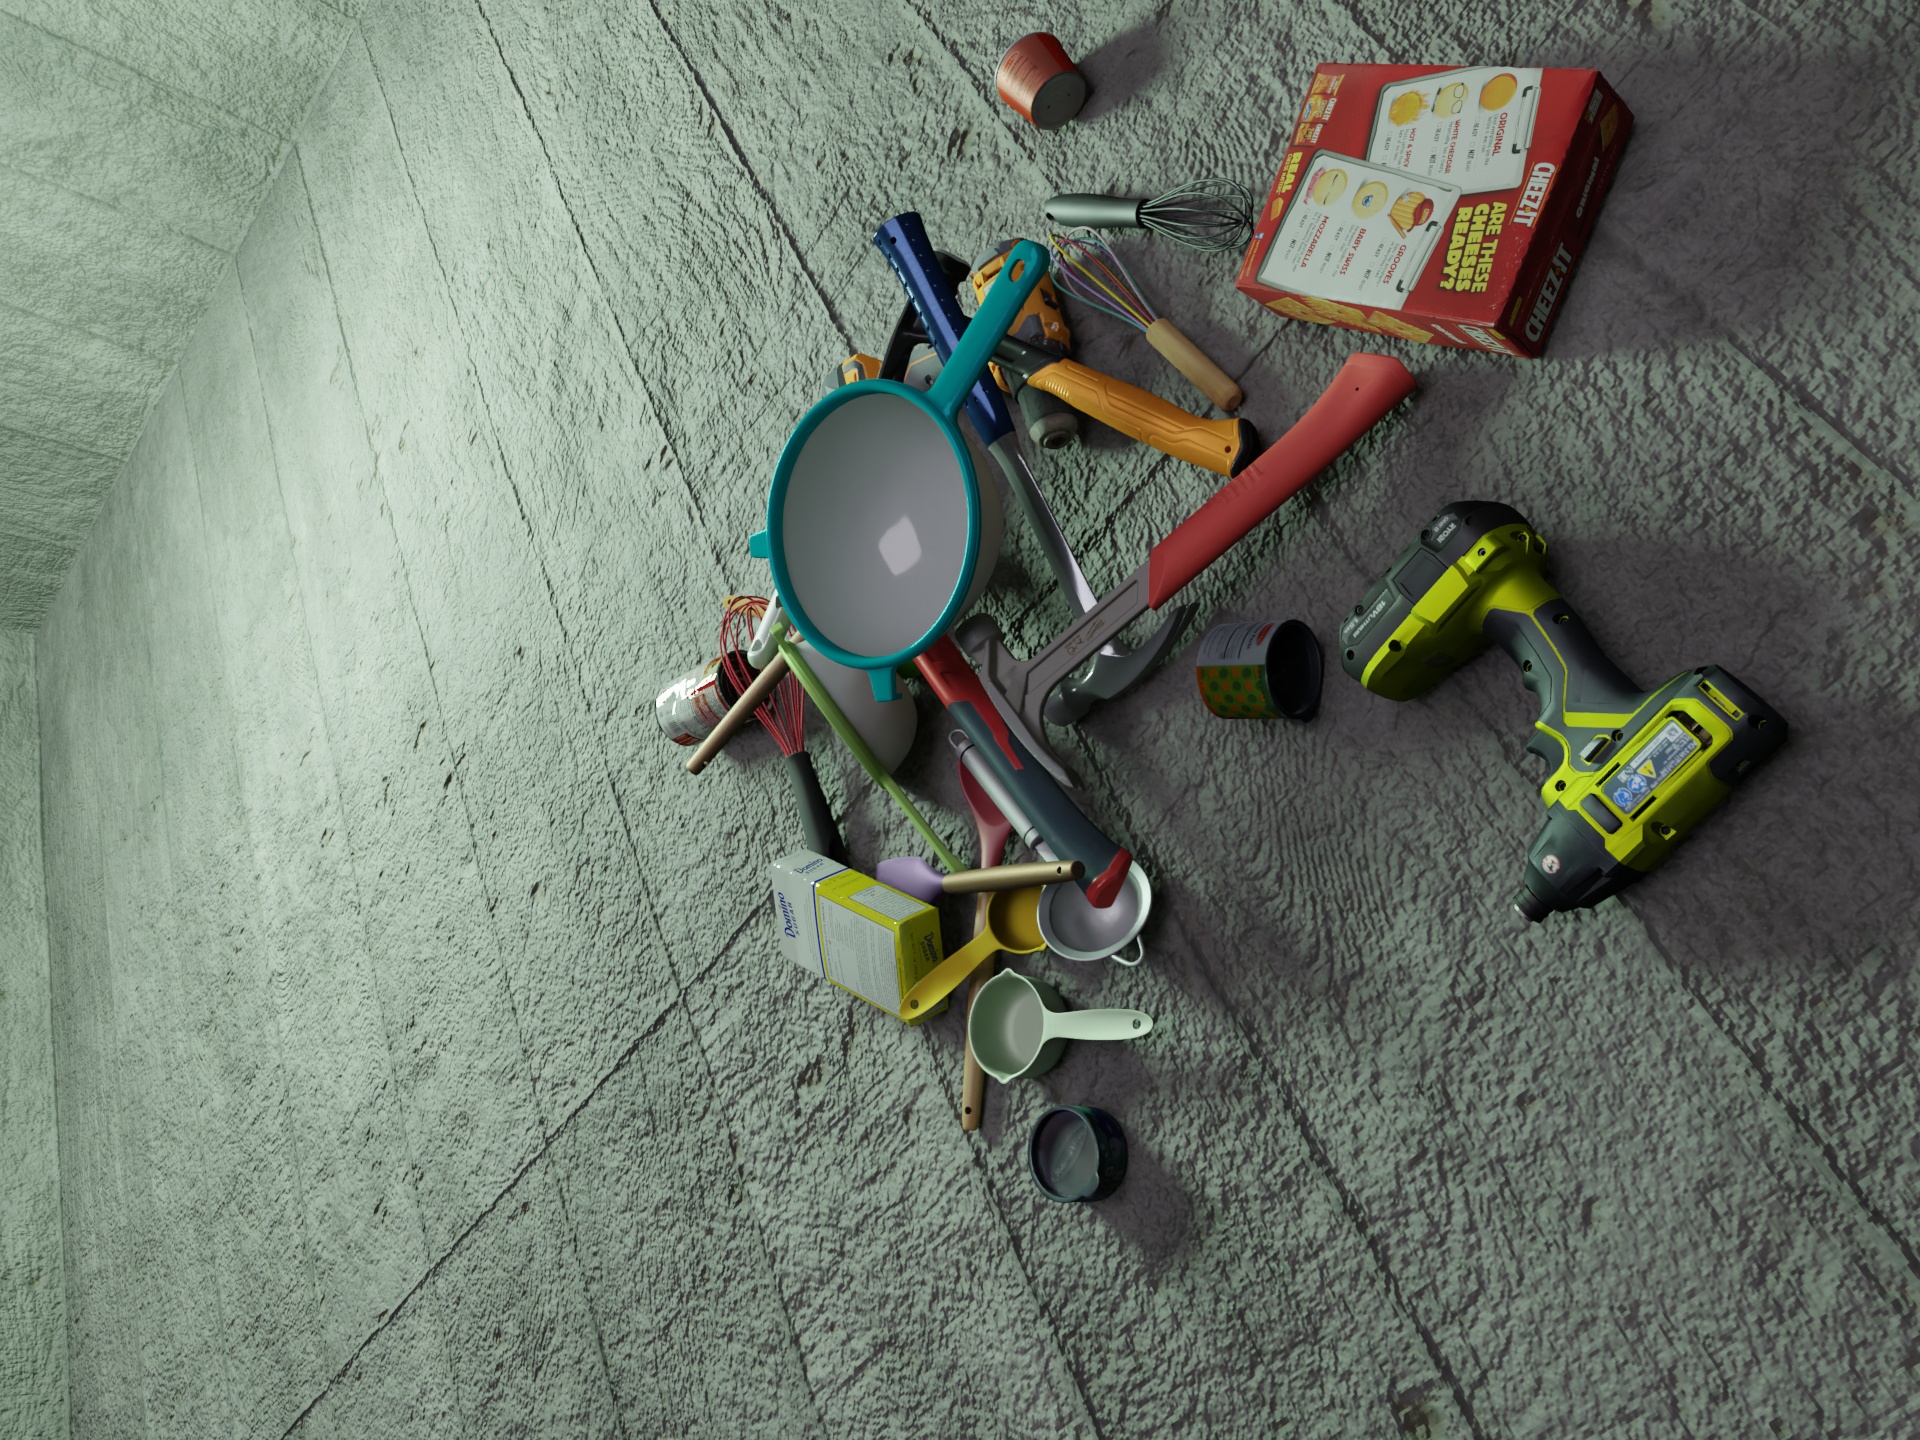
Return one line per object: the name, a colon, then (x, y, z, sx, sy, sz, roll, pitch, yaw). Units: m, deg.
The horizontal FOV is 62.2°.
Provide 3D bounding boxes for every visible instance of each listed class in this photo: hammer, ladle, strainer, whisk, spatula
hammer: (0.080, -0.252, 1.216, 0.337, 0.034, 0.127, 31, 101, 30)
ladle: (0.021, 0.154, 1.223, 0.069, 0.031, 0.315, 0, 80, 28)
strainer: (-0.050, 0.018, 1.297, 0.069, 0.151, 0.256, -38, 69, -2)
hammer: (-0.002, -0.004, 1.196, 0.387, 0.143, 0.038, 54, 151, 36)
whisk: (-0.134, -0.156, 1.412, 0.058, 0.059, 0.246, 6, 68, 42)
strainer: (0.063, 0.091, 1.169, 0.087, 0.050, 0.259, -38, 56, -1)
whisk: (-0.151, 0.016, 1.405, 0.073, 0.073, 0.296, -35, 64, 33)
strainer: (-0.010, -0.192, 1.163, 0.211, 0.095, 0.340, 48, 119, 27)
spatula: (0.004, 0.124, 1.198, 0.316, 0.018, 0.060, -18, 71, 60)
whisk: (0.142, -0.399, 1.249, 0.239, 0.055, 0.055, 24, 96, 50)
whisk: (0.137, -0.312, 1.227, 0.051, 0.047, 0.245, -38, 55, 3)
hammer: (0.167, -0.113, 1.094, 0.359, 0.036, 0.149, -40, 70, 14)
hammer: (0.041, -0.205, 1.201, 0.144, 0.035, 0.405, -31, 80, 35)

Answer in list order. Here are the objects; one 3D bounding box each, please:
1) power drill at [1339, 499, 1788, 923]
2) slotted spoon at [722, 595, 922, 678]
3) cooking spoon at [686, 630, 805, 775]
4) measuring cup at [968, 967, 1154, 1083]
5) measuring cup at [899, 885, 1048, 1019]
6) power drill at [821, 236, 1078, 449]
power drill: (0.331, -0.008, 0.922, 0.171, 0.080, 0.223, -52, 51, 22)
slotted spoon: (-0.128, -0.090, 1.446, 0.314, 0.031, 0.070, 14, 88, 48)
cooking spoon: (-0.130, -0.076, 1.368, 0.319, 0.068, 0.017, -49, 56, 4)
measuring cup: (0.078, 0.219, 1.139, 0.167, 0.038, 0.083, -11, 71, 41)
measuring cup: (0.015, 0.177, 1.199, 0.156, 0.029, 0.062, -41, 68, 17)
power drill: (-0.002, -0.271, 1.335, 0.226, 0.084, 0.185, -29, 64, 32)
